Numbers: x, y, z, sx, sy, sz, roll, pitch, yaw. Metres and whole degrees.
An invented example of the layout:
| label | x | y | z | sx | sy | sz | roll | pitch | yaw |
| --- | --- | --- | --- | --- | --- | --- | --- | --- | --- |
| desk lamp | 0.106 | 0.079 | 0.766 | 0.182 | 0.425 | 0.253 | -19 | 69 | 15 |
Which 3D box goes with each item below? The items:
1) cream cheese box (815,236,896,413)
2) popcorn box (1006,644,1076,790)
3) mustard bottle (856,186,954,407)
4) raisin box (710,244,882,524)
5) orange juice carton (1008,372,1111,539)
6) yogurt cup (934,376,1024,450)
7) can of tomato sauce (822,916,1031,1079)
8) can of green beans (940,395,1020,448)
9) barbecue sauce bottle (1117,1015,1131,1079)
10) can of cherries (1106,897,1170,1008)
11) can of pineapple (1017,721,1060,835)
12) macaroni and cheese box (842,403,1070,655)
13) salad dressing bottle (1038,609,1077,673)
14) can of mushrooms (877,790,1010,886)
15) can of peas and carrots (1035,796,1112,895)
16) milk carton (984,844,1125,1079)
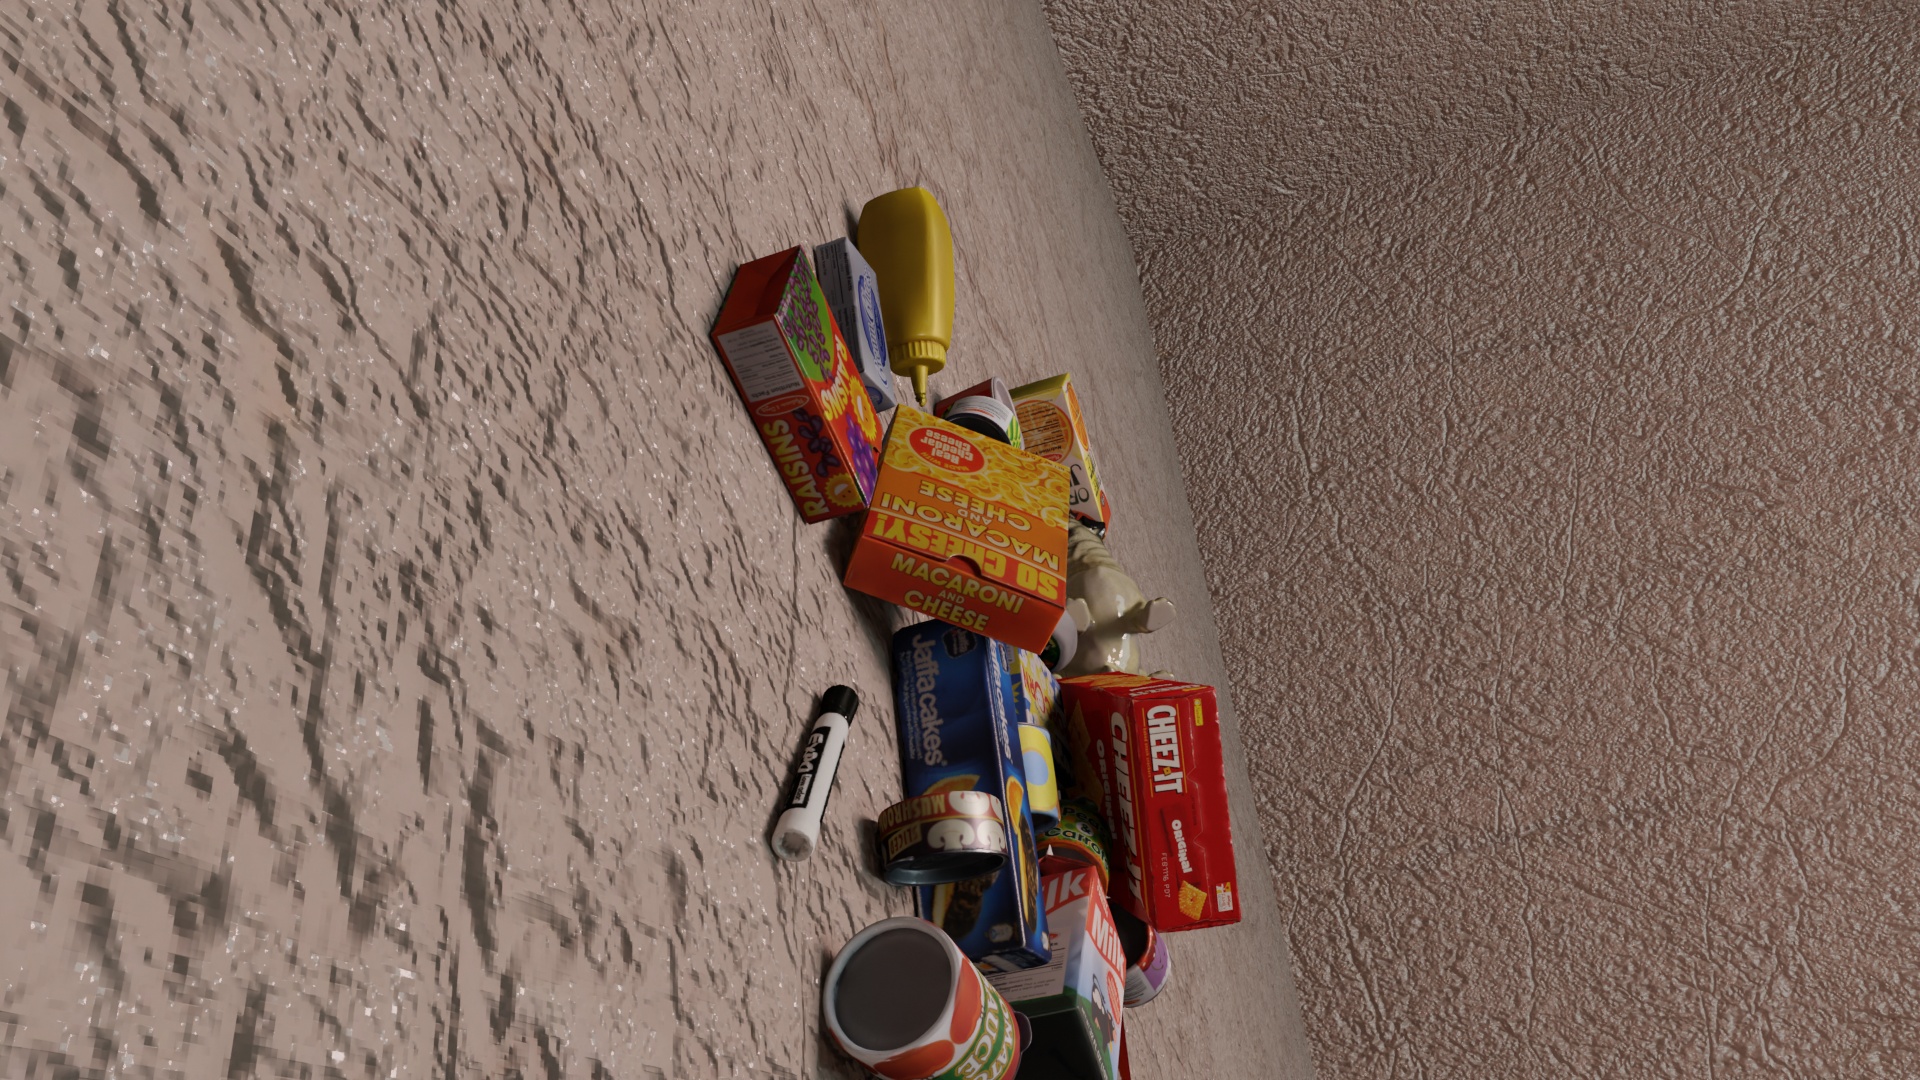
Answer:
| label | x | y | z | sx | sy | sz | roll | pitch | yaw |
| --- | --- | --- | --- | --- | --- | --- | --- | --- | --- |
| cream cheese box | -0.068 | -0.138 | 0.893 | 0.053 | 0.024 | 0.104 | 44 | 34 | -62 |
| popcorn box | 0.047 | 0.128 | 1.029 | 0.126 | 0.038 | 0.085 | 54 | 25 | -55 |
| mustard bottle | -0.035 | -0.167 | 0.980 | 0.049 | 0.065 | 0.160 | 29 | 53 | -64 |
| raisin box | -0.083 | -0.083 | 0.745 | 0.086 | 0.040 | 0.123 | -86 | 157 | -55 |
| orange juice carton | 0.095 | -0.056 | 1.342 | 0.072 | 0.073 | 0.192 | -62 | 136 | -70 |
| yogurt cup | 0.014 | -0.091 | 1.099 | 0.072 | 0.054 | 0.072 | -17 | 91 | -76 |
| can of tomato sauce | -0.014 | 0.217 | 0.630 | 0.082 | 0.071 | 0.071 | 60 | 20 | -45 |
| can of green beans | 0.010 | -0.070 | 1.037 | 0.058 | 0.071 | 0.071 | -67 | 140 | -70 |
| barbecue sauce bottle | 0.094 | 0.358 | 0.961 | 0.064 | 0.043 | 0.149 | 58 | 23 | -50 |
| can of cherries | 0.122 | 0.315 | 1.069 | 0.058 | 0.071 | 0.072 | 58 | 21 | -46 |
| can of pineapple | 0.028 | 0.152 | 0.870 | 0.071 | 0.071 | 0.058 | 51 | 28 | -59 |
| macaroni and cheese box | 0.003 | -0.012 | 0.846 | 0.167 | 0.124 | 0.040 | -81 | -167 | -59 |
| salad dressing bottle | 0.038 | 0.045 | 1.046 | 0.147 | 0.064 | 0.044 | 51 | 48 | -41 |
| can of mushrooms | -0.011 | 0.155 | 0.722 | 0.071 | 0.071 | 0.033 | 50 | 28 | -60 |
| can of peas and carrots | 0.073 | 0.222 | 0.967 | 0.059 | 0.071 | 0.070 | -64 | 137 | -69 |
| milk carton | 0.055 | 0.263 | 0.848 | 0.191 | 0.073 | 0.072 | -63 | 136 | -70 |
